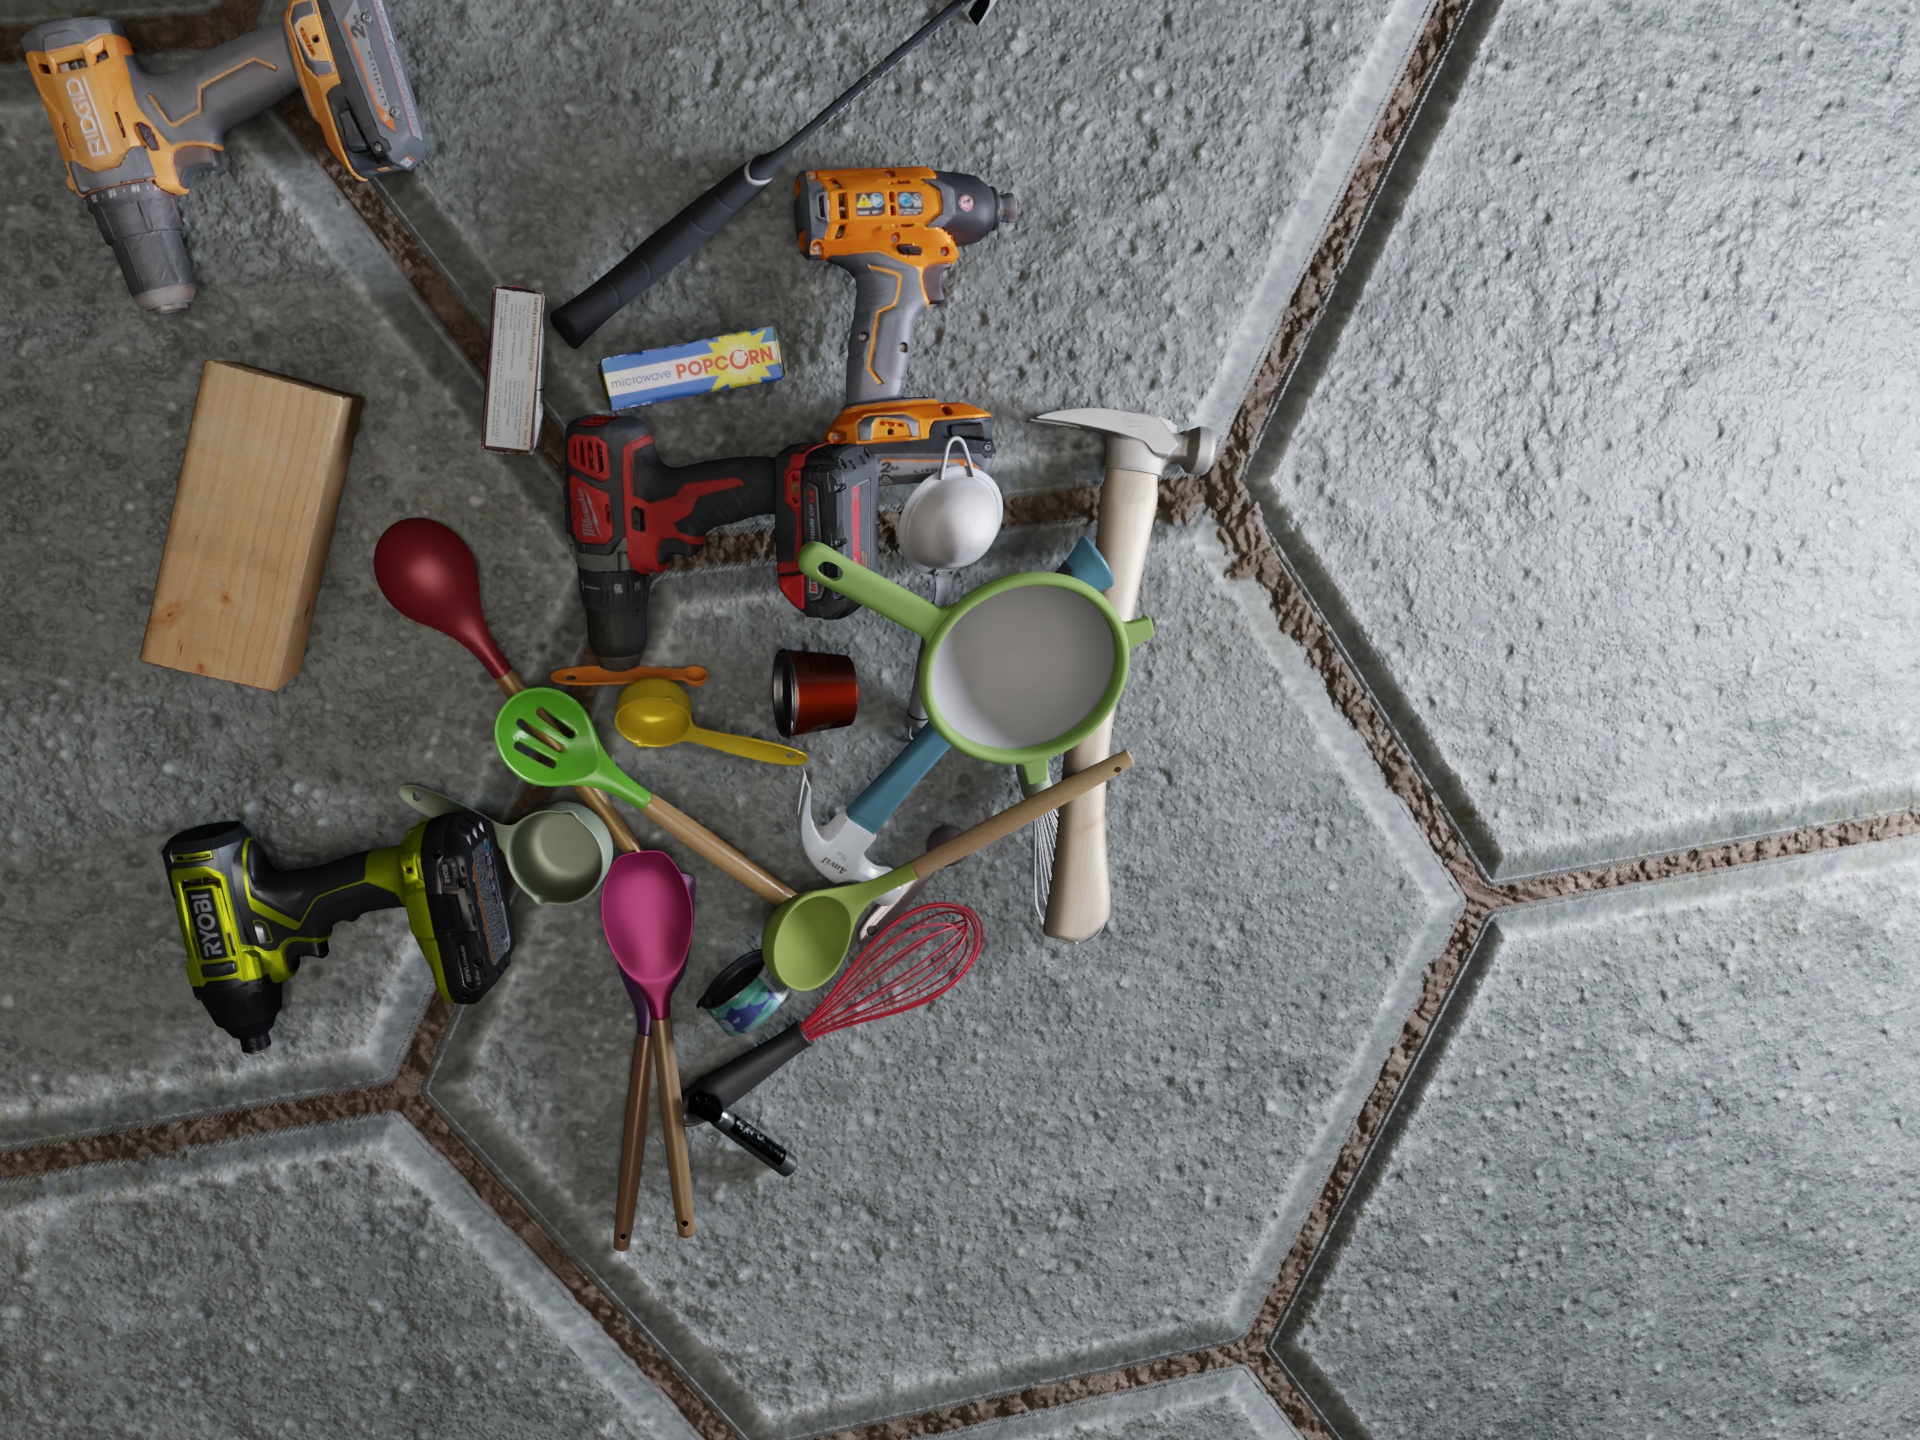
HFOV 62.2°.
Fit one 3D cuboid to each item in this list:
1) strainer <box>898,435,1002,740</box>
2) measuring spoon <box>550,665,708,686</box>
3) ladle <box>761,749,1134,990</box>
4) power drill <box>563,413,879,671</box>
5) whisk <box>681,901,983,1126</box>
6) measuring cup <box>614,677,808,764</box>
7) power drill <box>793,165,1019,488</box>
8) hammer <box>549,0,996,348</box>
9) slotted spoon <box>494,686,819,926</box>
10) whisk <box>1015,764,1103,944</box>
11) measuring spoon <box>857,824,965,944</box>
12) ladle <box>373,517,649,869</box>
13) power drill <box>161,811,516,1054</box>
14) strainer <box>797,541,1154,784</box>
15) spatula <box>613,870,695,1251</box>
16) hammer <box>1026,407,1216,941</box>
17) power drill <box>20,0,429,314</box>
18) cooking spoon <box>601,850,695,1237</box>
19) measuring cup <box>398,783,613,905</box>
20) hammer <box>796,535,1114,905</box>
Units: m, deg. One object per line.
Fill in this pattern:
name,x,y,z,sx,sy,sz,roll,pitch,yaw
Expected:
strainer,-0.013,-0.086,1.187,0.087,0.050,0.258,-11,131,-27
measuring spoon,-0.250,-0.031,1.203,0.117,0.021,0.011,-1,131,-11
ladle,-0.009,0.109,1.208,0.320,0.062,0.078,-28,128,6
power drill,-0.177,-0.119,1.138,0.227,0.080,0.187,6,109,15
whisk,-0.108,0.237,1.268,0.296,0.073,0.073,-34,106,4
measuring cup,-0.188,0.004,1.217,0.156,0.029,0.062,16,136,-27
power drill,-0.030,-0.289,1.165,0.164,0.084,0.226,-7,99,-12
hammer,-0.127,-0.398,1.114,0.409,0.149,0.036,-37,105,7
slotted spoon,-0.221,0.078,1.212,0.313,0.031,0.070,38,73,-23
whisk,0.064,0.066,1.273,0.059,0.058,0.246,-13,100,19
measuring spoon,-0.039,0.136,1.278,0.034,0.018,0.124,42,91,-16
ladle,-0.327,-0.013,1.187,0.069,0.031,0.315,-34,107,-5
power drill,-0.449,0.152,1.159,0.223,0.080,0.171,-7,103,2
strainer,-0.004,-0.069,1.109,0.256,0.069,0.151,26,111,-24
spatula,-0.254,0.272,1.262,0.059,0.018,0.316,6,99,-12
hammer,0.098,-0.035,1.235,0.146,0.038,0.410,8,91,-12
power drill,-0.477,-0.382,1.055,0.226,0.084,0.185,-14,104,-4
cooking spoon,-0.232,0.256,1.245,0.068,0.017,0.319,-6,100,-9
measuring cup,-0.341,0.080,1.202,0.167,0.038,0.083,23,108,2
hammer,-0.002,-0.004,1.205,0.128,0.033,0.331,34,105,-29
